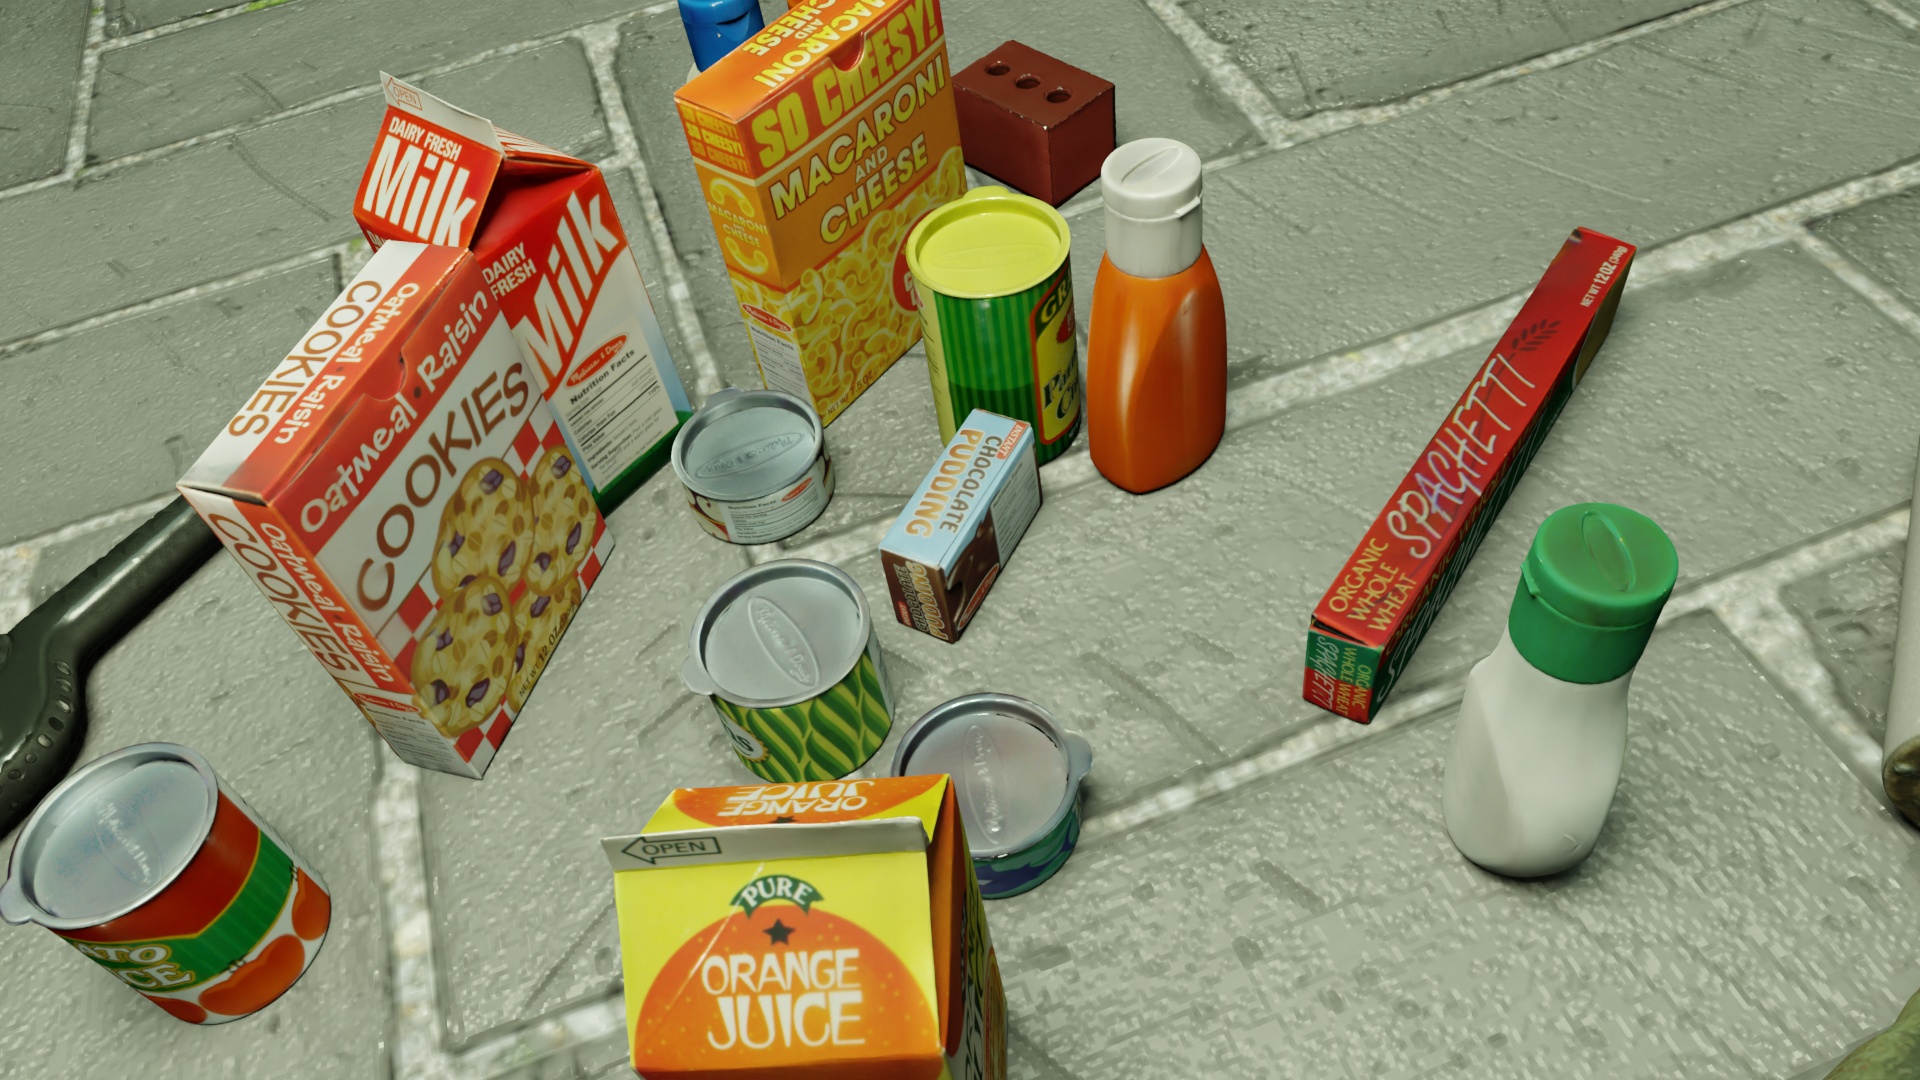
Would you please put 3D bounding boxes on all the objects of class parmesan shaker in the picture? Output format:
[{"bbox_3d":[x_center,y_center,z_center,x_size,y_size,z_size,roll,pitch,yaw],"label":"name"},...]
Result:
[{"bbox_3d":[0.017,-0.089,0.595,0.071,0.102,0.072,-4,50,5],"label":"parmesan shaker"}]

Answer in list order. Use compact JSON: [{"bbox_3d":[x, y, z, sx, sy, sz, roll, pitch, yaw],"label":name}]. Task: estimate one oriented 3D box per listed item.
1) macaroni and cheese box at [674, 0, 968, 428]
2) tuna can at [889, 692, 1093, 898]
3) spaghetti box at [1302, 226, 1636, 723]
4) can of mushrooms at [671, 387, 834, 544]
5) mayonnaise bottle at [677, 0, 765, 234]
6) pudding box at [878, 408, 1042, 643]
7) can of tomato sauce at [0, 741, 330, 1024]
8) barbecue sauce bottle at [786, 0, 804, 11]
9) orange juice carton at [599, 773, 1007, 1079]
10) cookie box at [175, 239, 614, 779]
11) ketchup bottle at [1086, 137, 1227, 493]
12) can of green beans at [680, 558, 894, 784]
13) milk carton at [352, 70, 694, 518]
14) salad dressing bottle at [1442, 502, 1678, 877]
[{"bbox_3d":[-0.050,-0.151,0.616,0.040,0.165,0.124,27,59,28],"label":"macaroni and cheese box"},{"bbox_3d":[0.012,0.089,0.491,0.071,0.032,0.071,-4,50,5],"label":"tuna can"},{"bbox_3d":[0.206,-0.033,0.553,0.029,0.050,0.251,26,58,27],"label":"spaghetti box"},{"bbox_3d":[-0.091,-0.034,0.611,0.071,0.033,0.071,-4,50,5],"label":"can of mushrooms"},{"bbox_3d":[-0.103,-0.204,0.681,0.065,0.147,0.041,-27,51,-14],"label":"mayonnaise bottle"},{"bbox_3d":[0.002,-0.007,0.563,0.030,0.049,0.084,18,55,22],"label":"pudding box"},{"bbox_3d":[-0.268,0.120,0.475,0.071,0.082,0.071,-4,50,5],"label":"can of tomato sauce"},{"bbox_3d":[-0.049,-0.195,0.666,0.044,0.147,0.065,17,55,22],"label":"barbecue sauce bottle"},{"bbox_3d":[-0.031,0.121,0.366,0.072,0.191,0.073,-4,50,6],"label":"orange juice carton"},{"bbox_3d":[-0.195,-0.008,0.517,0.040,0.166,0.123,9,52,16],"label":"cookie box"},{"bbox_3d":[0.078,-0.087,0.554,0.065,0.148,0.043,-37,54,-21],"label":"ketchup bottle"},{"bbox_3d":[-0.061,0.050,0.519,0.071,0.057,0.071,-4,50,5],"label":"can of green beans"},{"bbox_3d":[-0.182,-0.102,0.580,0.072,0.189,0.074,27,59,28],"label":"milk carton"},{"bbox_3d":[0.180,0.050,0.423,0.044,0.147,0.064,-5,50,5],"label":"salad dressing bottle"}]
